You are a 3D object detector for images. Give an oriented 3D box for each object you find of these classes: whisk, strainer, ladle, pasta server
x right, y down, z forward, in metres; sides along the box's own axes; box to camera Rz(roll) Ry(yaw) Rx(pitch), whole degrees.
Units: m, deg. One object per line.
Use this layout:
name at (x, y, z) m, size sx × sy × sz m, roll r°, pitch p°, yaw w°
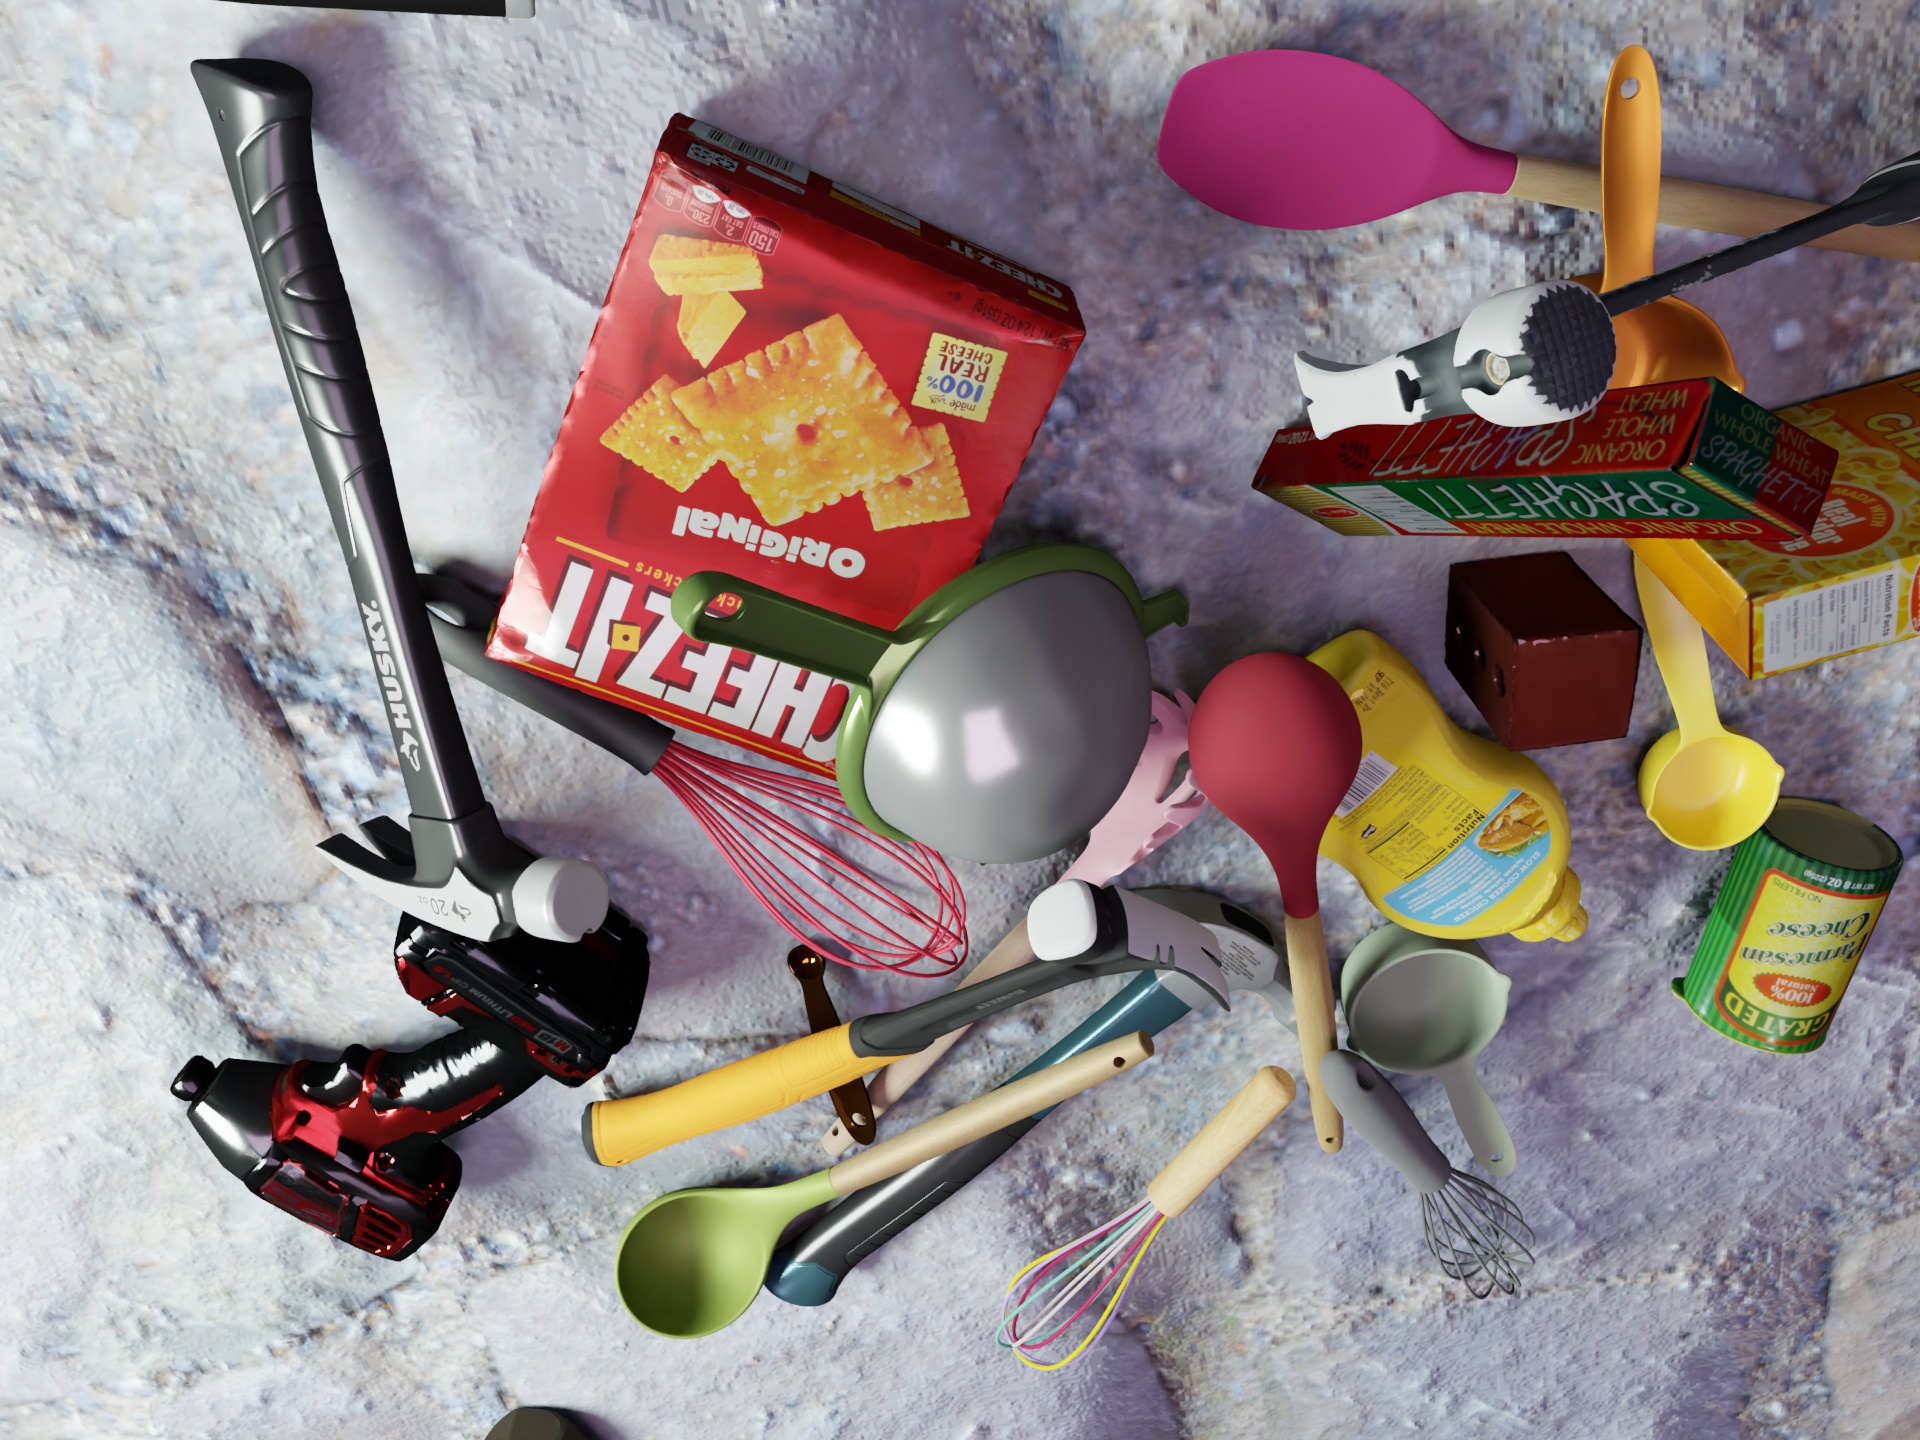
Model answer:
whisk at (0.234, 0.229, 0.799) m, size 0.055 × 0.055 × 0.238 m, roll -32°, pitch 127°, yaw 14°
strainer at (-0.001, -0.002, 0.598) m, size 0.151 × 0.069 × 0.256 m, roll -53°, pitch 145°, yaw 15°
ladle at (-0.043, 0.221, 0.768) m, size 0.320 × 0.062 × 0.078 m, roll -31°, pitch 103°, yaw 26°
ladle at (0.153, 0.100, 0.712) m, size 0.069 × 0.031 × 0.315 m, roll -9°, pitch 130°, yaw 10°
whisk at (0.090, 0.259, 0.827) m, size 0.051 × 0.047 × 0.245 m, roll 22°, pitch 120°, yaw -25°
pasta server at (0.020, 0.108, 0.752) m, size 0.040 × 0.060 × 0.316 m, roll 19°, pitch 122°, yaw -37°
whisk at (-0.114, 0.025, 0.689) m, size 0.295 × 0.073 × 0.073 m, roll 34°, pitch 112°, yaw -14°

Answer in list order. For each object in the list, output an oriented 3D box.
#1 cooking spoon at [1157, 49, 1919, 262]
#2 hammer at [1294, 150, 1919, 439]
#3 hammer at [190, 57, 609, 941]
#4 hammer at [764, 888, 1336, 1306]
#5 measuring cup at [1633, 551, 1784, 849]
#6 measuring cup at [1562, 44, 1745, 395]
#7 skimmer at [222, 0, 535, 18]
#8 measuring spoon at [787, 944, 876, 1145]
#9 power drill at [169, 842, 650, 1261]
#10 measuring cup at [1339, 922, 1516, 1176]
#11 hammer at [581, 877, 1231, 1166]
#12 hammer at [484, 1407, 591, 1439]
cooking spoon at (0.231, -0.203, 0.602) m, size 0.319 × 0.017 × 0.068 m, roll 7°, pitch 138°, yaw -7°
hammer at (0.296, -0.168, 0.529) m, size 0.409 × 0.149 × 0.036 m, roll -22°, pitch 101°, yaw -17°
hammer at (-0.228, -0.075, 0.604) m, size 0.146 × 0.035 × 0.334 m, roll 3°, pitch 111°, yaw 36°
hammer at (0.023, 0.201, 0.805) m, size 0.331 × 0.033 × 0.128 m, roll -42°, pitch 114°, yaw 18°
measuring cup at (0.322, -0.016, 0.712) m, size 0.062 × 0.029 × 0.156 m, roll -19°, pitch 106°, yaw 7°
measuring cup at (0.241, -0.166, 0.602) m, size 0.095 × 0.052 × 0.173 m, roll -11°, pitch 119°, yaw 0°
skimmer at (-0.330, -0.263, 0.534) m, size 0.363 × 0.090 × 0.127 m, roll -2°, pitch 115°, yaw -14°
measuring spoon at (-0.061, 0.159, 0.781) m, size 0.021 × 0.011 × 0.116 m, roll -7°, pitch 112°, yaw 23°
power drill at (-0.261, 0.157, 0.745) m, size 0.143 × 0.079 × 0.219 m, roll 39°, pitch 113°, yaw -21°
measuring cup at (0.243, 0.165, 0.796) m, size 0.083 × 0.038 × 0.167 m, roll -26°, pitch 119°, yaw 11°
hammer at (-0.044, 0.150, 0.725) m, size 0.337 × 0.034 × 0.127 m, roll -25°, pitch 148°, yaw 29°
hammer at (-0.141, 0.550, 0.988) m, size 0.146 × 0.038 × 0.410 m, roll -36°, pitch 114°, yaw 17°
